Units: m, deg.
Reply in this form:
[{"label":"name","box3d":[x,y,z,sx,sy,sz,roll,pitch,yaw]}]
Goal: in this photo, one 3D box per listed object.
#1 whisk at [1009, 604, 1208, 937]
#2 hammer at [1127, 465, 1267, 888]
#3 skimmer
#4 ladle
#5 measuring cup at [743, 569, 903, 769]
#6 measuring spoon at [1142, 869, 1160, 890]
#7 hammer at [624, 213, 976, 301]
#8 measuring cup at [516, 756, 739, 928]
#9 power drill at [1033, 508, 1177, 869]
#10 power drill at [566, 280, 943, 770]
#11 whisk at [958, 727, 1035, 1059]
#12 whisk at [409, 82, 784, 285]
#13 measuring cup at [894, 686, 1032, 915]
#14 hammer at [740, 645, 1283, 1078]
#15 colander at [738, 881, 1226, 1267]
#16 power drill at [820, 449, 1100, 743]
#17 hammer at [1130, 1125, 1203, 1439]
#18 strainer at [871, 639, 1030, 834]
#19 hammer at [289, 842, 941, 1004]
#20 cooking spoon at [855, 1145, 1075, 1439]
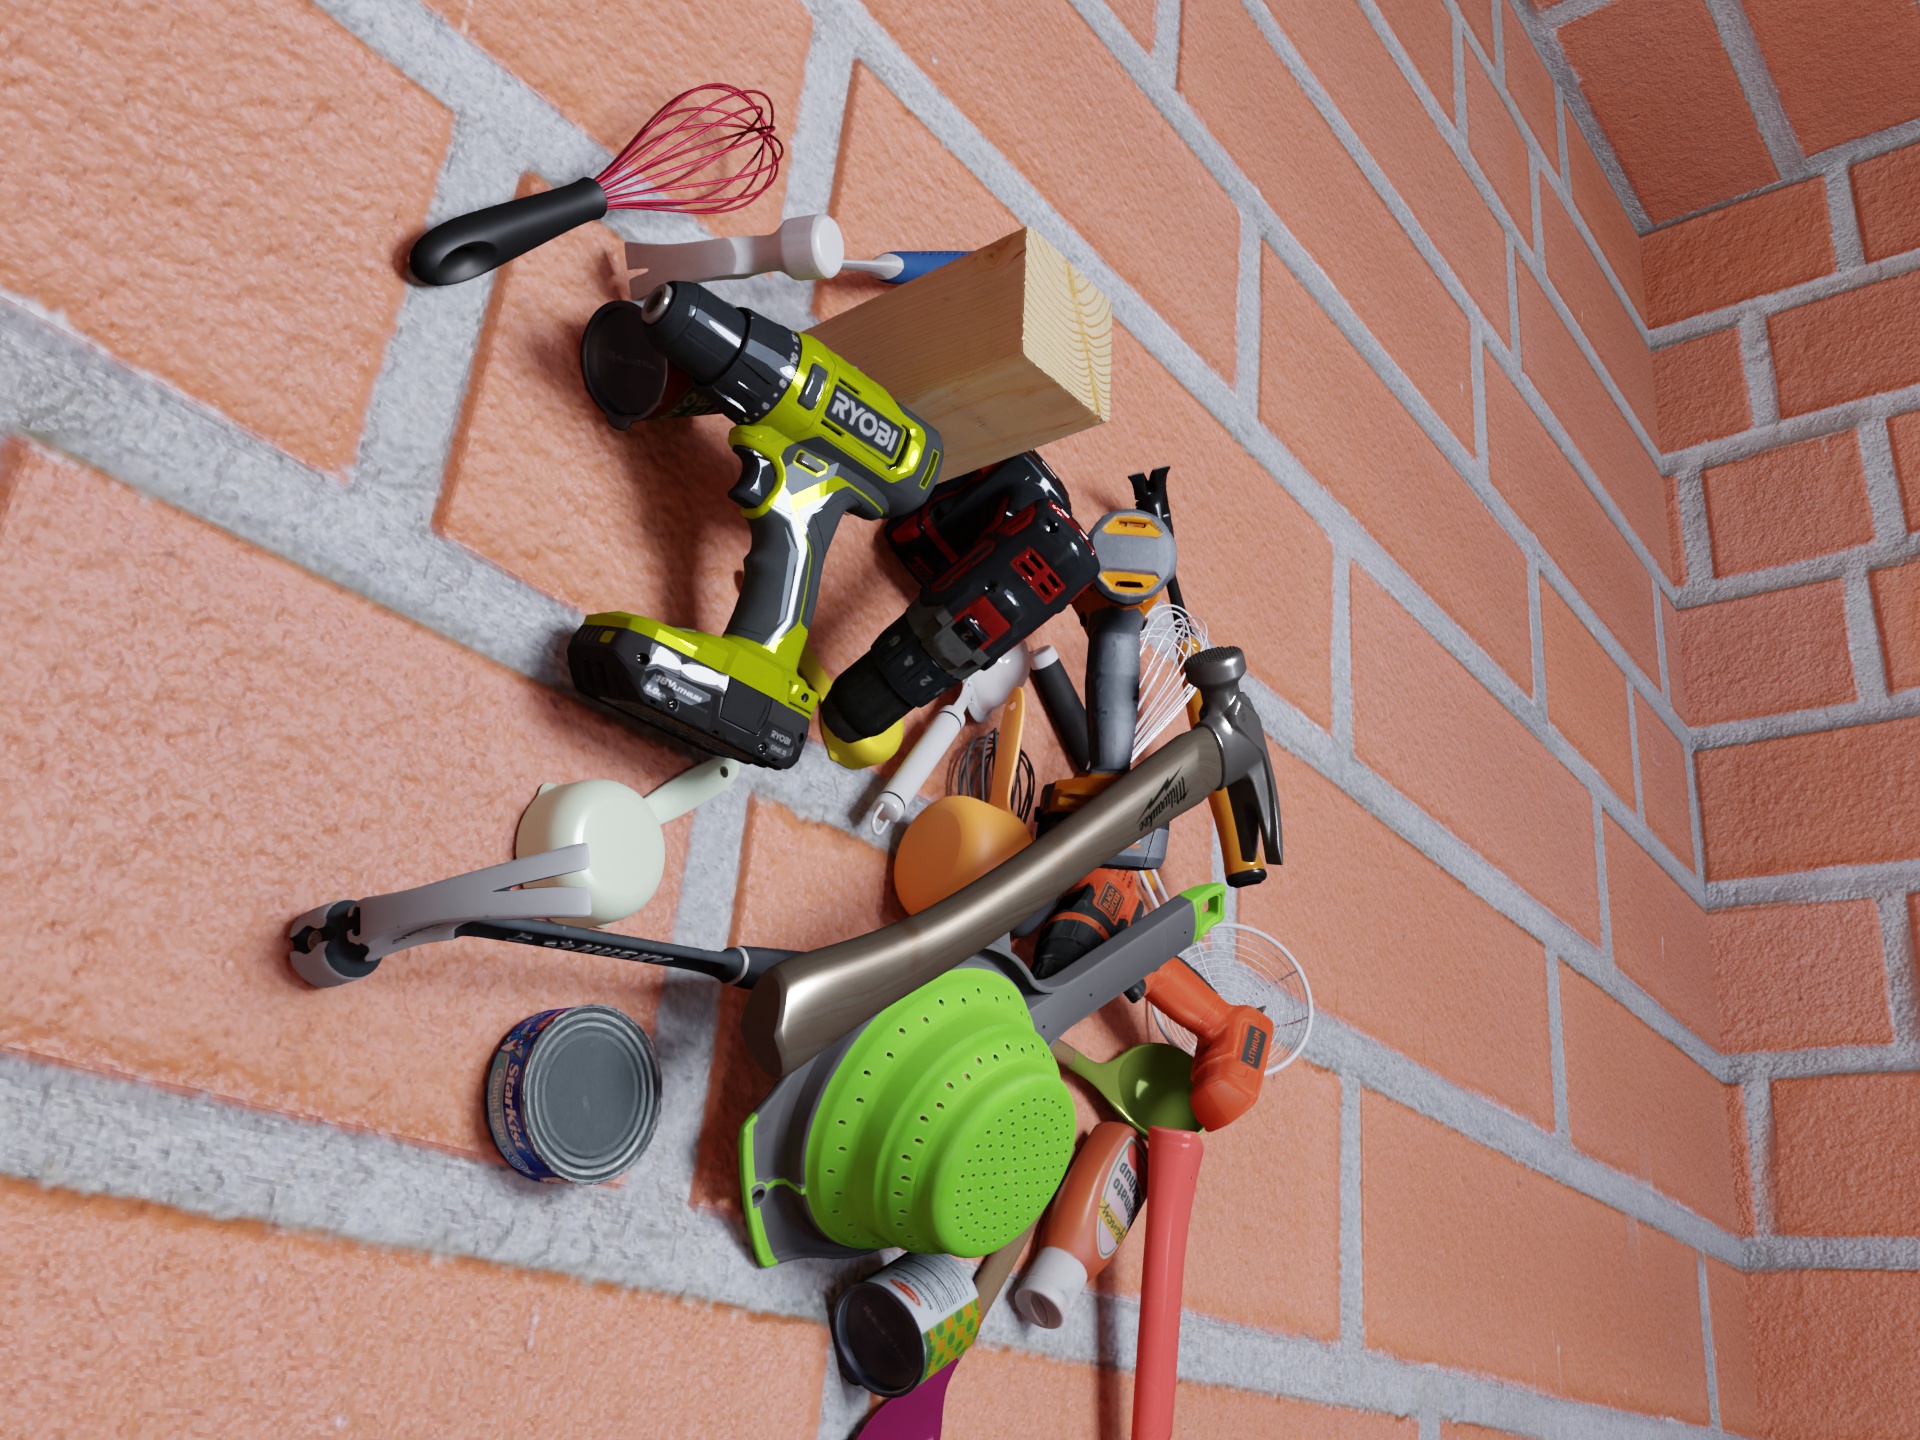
[{"label":"whisk","box3d":[0.104,0.034,1.151,0.070,0.070,0.285,46,65,-34]},{"label":"hammer","box3d":[0.186,-0.034,1.251,0.127,0.034,0.337,63,15,-69]},{"label":"skimmer","box3d":[0.153,0.105,1.207,0.127,0.090,0.363,-33,106,-21]},{"label":"ladle","box3d":[0.068,0.218,1.091,0.319,0.062,0.078,36,39,-38]},{"label":"measuring cup","box3d":[-0.084,-0.035,0.988,0.156,0.029,0.062,57,41,-28]},{"label":"measuring spoon","box3d":[0.133,0.084,1.253,0.021,0.011,0.116,-46,116,-49]},{"label":"hammer","box3d":[-0.060,-0.300,1.047,0.405,0.144,0.035,-30,118,-62]},{"label":"measuring cup","box3d":[-0.162,0.051,0.852,0.167,0.038,0.083,-33,106,-51]},{"label":"power drill","box3d":[0.099,-0.014,1.072,0.164,0.084,0.226,110,-16,-83]},{"label":"power drill","box3d":[-0.121,-0.105,0.863,0.190,0.080,0.228,29,76,-39]},{"label":"whisk","box3d":[0.023,0.109,1.053,0.055,0.055,0.239,34,47,-43]},{"label":"whisk","box3d":[-0.196,-0.301,0.903,0.296,0.073,0.073,-43,114,-44]},{"label":"measuring cup","box3d":[0.006,0.052,1.022,0.052,0.095,0.174,24,69,-37]},{"label":"hammer","box3d":[0.048,0.093,0.896,0.410,0.038,0.146,-28,109,-39]},{"label":"colander","box3d":[0.056,0.201,0.938,0.397,0.095,0.204,-26,125,-36]},{"label":"power drill","box3d":[-0.004,-0.083,0.994,0.080,0.188,0.227,47,15,-17]},{"label":"hammer","box3d":[0.125,0.458,1.066,0.149,0.037,0.359,17,75,-50]},{"label":"strainer","box3d":[-0.002,-0.003,1.066,0.258,0.050,0.086,-55,143,-47]},{"label":"hammer","box3d":[-0.125,0.122,0.823,0.408,0.149,0.036,23,55,-55]},{"label":"cooking spoon","box3d":[0.003,0.375,0.988,0.319,0.017,0.068,-49,118,-47]}]
